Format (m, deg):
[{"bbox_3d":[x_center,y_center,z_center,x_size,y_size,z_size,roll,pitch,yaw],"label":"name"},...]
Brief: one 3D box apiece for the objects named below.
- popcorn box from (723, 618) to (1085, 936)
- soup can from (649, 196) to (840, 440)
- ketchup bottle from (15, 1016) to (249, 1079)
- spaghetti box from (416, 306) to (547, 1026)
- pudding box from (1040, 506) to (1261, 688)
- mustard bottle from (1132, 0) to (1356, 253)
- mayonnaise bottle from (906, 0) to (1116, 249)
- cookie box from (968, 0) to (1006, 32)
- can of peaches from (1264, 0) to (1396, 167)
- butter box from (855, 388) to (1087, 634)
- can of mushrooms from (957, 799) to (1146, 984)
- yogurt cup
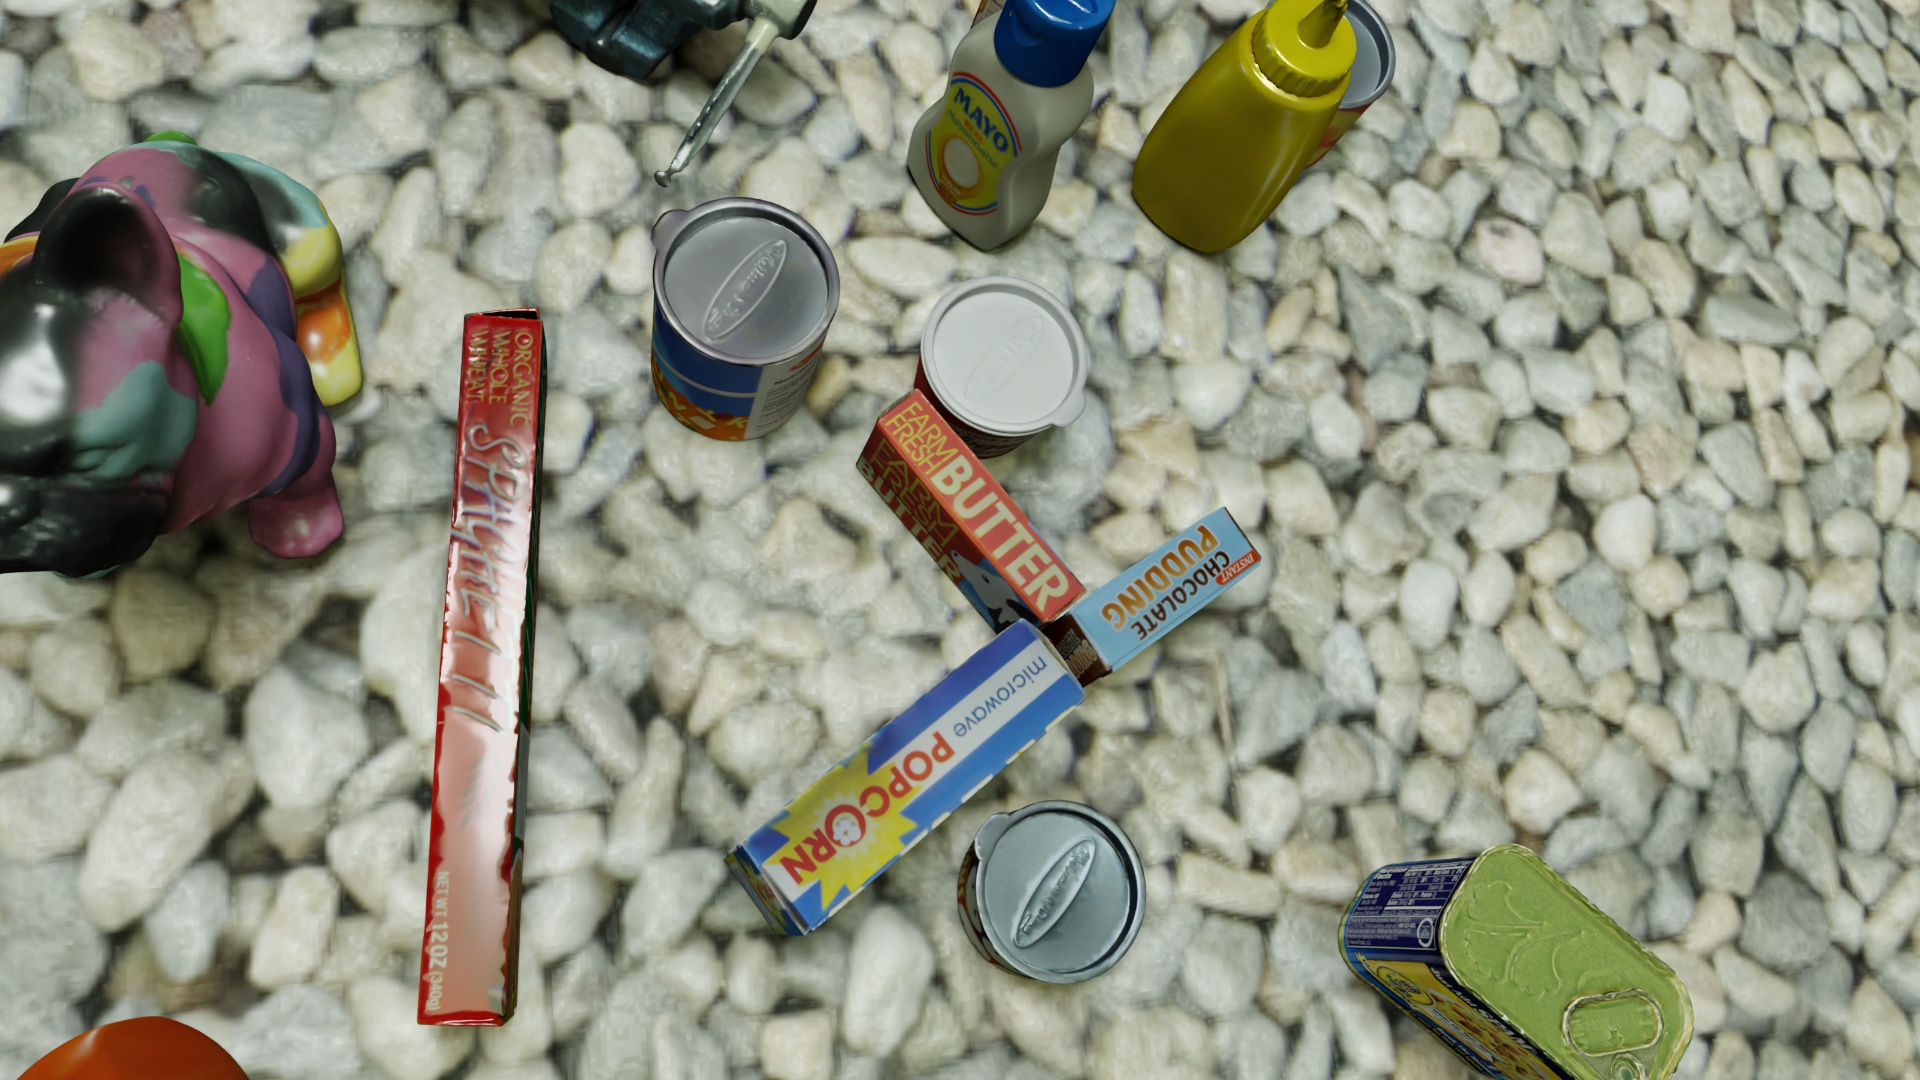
[{"bbox_3d":[-0.022,0.086,0.498,0.127,0.085,0.038,-37,86,-21],"label":"popcorn box"},{"bbox_3d":[-0.087,-0.084,0.532,0.071,0.083,0.071,4,74,-13],"label":"soup can"},{"bbox_3d":[-0.239,0.167,0.386,0.044,0.148,0.065,-41,87,-20],"label":"ketchup bottle"},{"bbox_3d":[-0.167,0.040,0.494,0.029,0.050,0.250,2,74,-14],"label":"spaghetti box"},{"bbox_3d":[0.075,0.024,0.560,0.084,0.049,0.030,-33,84,-20],"label":"pudding box"},{"bbox_3d":[0.123,-0.178,0.572,0.065,0.159,0.049,38,69,-1],"label":"mustard bottle"},{"bbox_3d":[0.020,-0.175,0.551,0.041,0.147,0.065,-40,87,-20],"label":"mayonnaise bottle"},{"bbox_3d":[0.069,-0.282,0.585,0.040,0.167,0.123,38,69,-1],"label":"cookie box"},{"bbox_3d":[0.156,-0.215,0.645,0.071,0.058,0.071,4,73,-13],"label":"can of peaches"},{"bbox_3d":[0.002,-0.007,0.548,0.024,0.053,0.103,-38,86,-20],"label":"butter box"},{"bbox_3d":[0.032,0.131,0.526,0.071,0.033,0.071,4,73,-13],"label":"can of mushrooms"},{"bbox_3d":[0.012,-0.067,0.568,0.072,0.053,0.072,4,73,-13],"label":"yogurt cup"}]
